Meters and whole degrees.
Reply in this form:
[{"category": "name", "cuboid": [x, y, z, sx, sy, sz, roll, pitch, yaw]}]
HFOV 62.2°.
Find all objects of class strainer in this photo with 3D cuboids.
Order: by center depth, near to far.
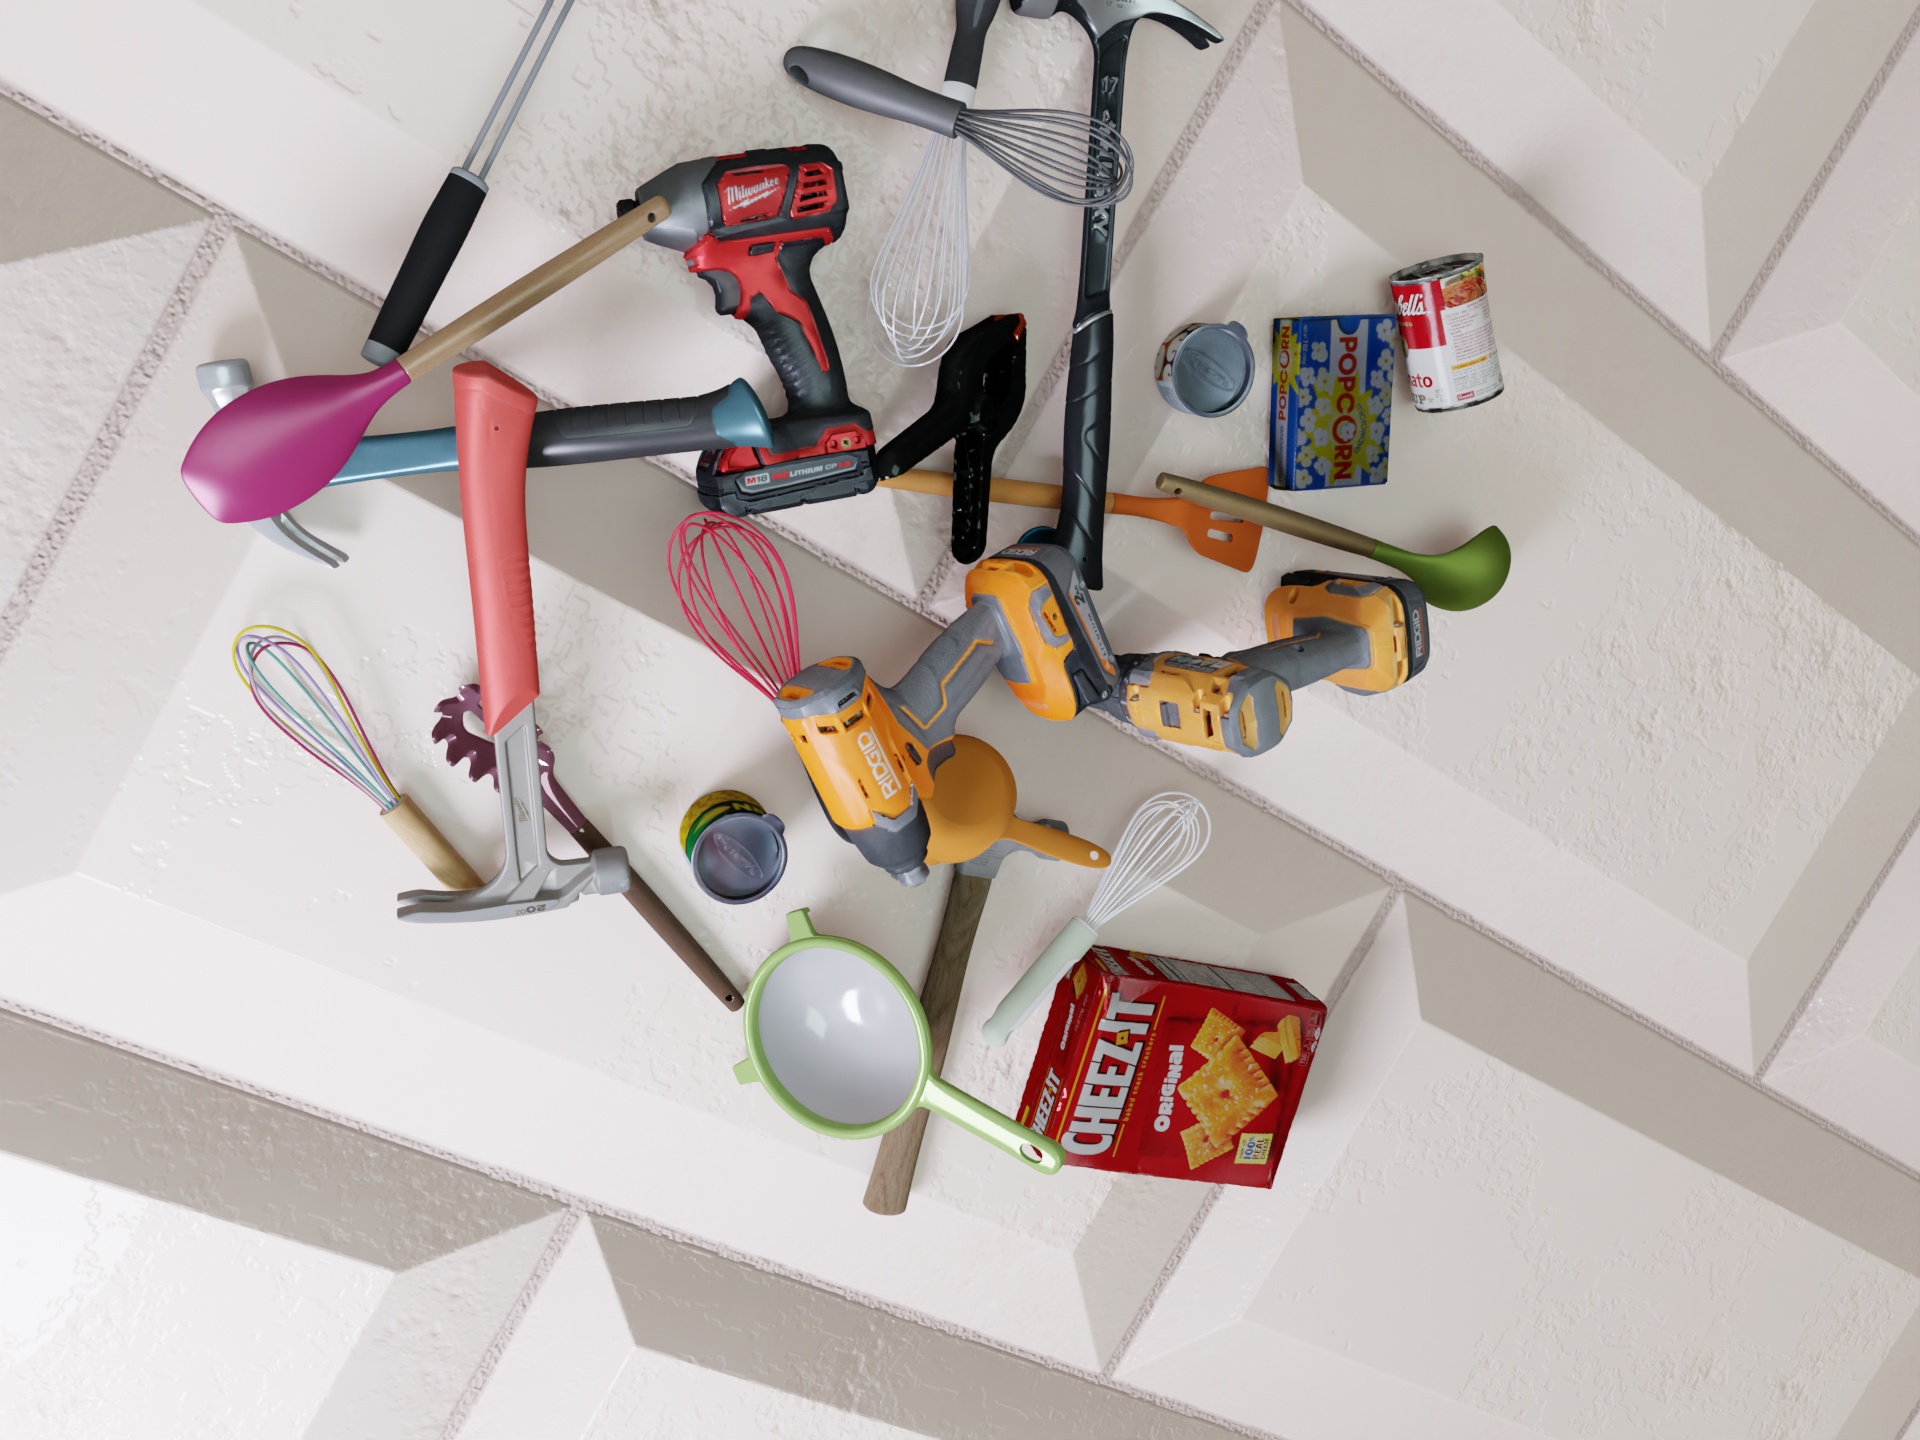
[{"category": "strainer", "cuboid": [-0.032, 0.242, 1.132, 0.256, 0.069, 0.151, 26, 110, 17]}]

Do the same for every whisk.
[{"category": "whisk", "cuboid": [-0.002, -0.375, 0.989, 0.239, 0.055, 0.055, 22, 97, 8]}, {"category": "whisk", "cuboid": [-0.376, 0.037, 1.021, 0.047, 0.051, 0.244, -39, 117, -12]}, {"category": "whisk", "cuboid": [-0.010, -0.373, 1.037, 0.070, 0.070, 0.284, 9, 96, -22]}, {"category": "whisk", "cuboid": [-0.116, -0.019, 1.066, 0.073, 0.073, 0.295, -31, 129, -10]}, {"category": "whisk", "cuboid": [0.101, 0.152, 1.210, 0.059, 0.057, 0.246, 39, 83, 17]}]

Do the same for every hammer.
[{"category": "hammer", "cuboid": [-0.280, -0.168, 0.960, 0.331, 0.033, 0.128, -6, 108, -2]}, {"category": "hammer", "cuboid": [-0.287, -0.037, 0.972, 0.149, 0.037, 0.358, -6, 118, -17]}, {"category": "hammer", "cuboid": [0.096, -0.293, 1.087, 0.149, 0.036, 0.409, -1, 100, -21]}, {"category": "hammer", "cuboid": [-0.021, 0.222, 1.206, 0.130, 0.031, 0.331, 11, 101, -23]}]

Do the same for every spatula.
[{"category": "spatula", "cuboid": [0.082, -0.159, 1.145, 0.322, 0.041, 0.081, 4, 101, -17]}]

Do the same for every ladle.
[{"category": "ladle", "cuboid": [0.282, -0.144, 1.193, 0.320, 0.062, 0.078, 13, 133, -23]}]

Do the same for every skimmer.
[{"category": "skimmer", "cuboid": [-0.250, -0.368, 0.907, 0.127, 0.090, 0.363, 27, 85, -25]}]

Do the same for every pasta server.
[{"category": "pasta server", "cuboid": [-0.244, 0.094, 1.086, 0.060, 0.040, 0.316, -36, 115, -1]}]

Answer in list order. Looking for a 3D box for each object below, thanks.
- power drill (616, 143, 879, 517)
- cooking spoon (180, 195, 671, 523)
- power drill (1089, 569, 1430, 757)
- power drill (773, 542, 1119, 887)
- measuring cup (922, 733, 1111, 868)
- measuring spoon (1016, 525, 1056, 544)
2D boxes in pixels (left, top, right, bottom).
[{"category": "power drill", "cuboid": [-0.132, -0.247, 1.015, 0.143, 0.079, 0.219, -13, 106, -16]}, {"category": "cooking spoon", "cuboid": [-0.299, -0.216, 0.916, 0.319, 0.017, 0.068, -38, 129, -14]}, {"category": "power drill", "cuboid": [0.207, -0.044, 1.160, 0.226, 0.185, 0.084, -23, 113, -33]}, {"category": "power drill", "cuboid": [-0.002, -0.003, 1.068, 0.226, 0.084, 0.164, -36, 116, -26]}, {"category": "measuring cup", "cuboid": [0.036, 0.068, 1.138, 0.173, 0.052, 0.095, 20, 66, -7]}, {"category": "measuring spoon", "cuboid": [0.035, -0.085, 1.154, 0.042, 0.021, 0.128, 24, 105, -25]}]
